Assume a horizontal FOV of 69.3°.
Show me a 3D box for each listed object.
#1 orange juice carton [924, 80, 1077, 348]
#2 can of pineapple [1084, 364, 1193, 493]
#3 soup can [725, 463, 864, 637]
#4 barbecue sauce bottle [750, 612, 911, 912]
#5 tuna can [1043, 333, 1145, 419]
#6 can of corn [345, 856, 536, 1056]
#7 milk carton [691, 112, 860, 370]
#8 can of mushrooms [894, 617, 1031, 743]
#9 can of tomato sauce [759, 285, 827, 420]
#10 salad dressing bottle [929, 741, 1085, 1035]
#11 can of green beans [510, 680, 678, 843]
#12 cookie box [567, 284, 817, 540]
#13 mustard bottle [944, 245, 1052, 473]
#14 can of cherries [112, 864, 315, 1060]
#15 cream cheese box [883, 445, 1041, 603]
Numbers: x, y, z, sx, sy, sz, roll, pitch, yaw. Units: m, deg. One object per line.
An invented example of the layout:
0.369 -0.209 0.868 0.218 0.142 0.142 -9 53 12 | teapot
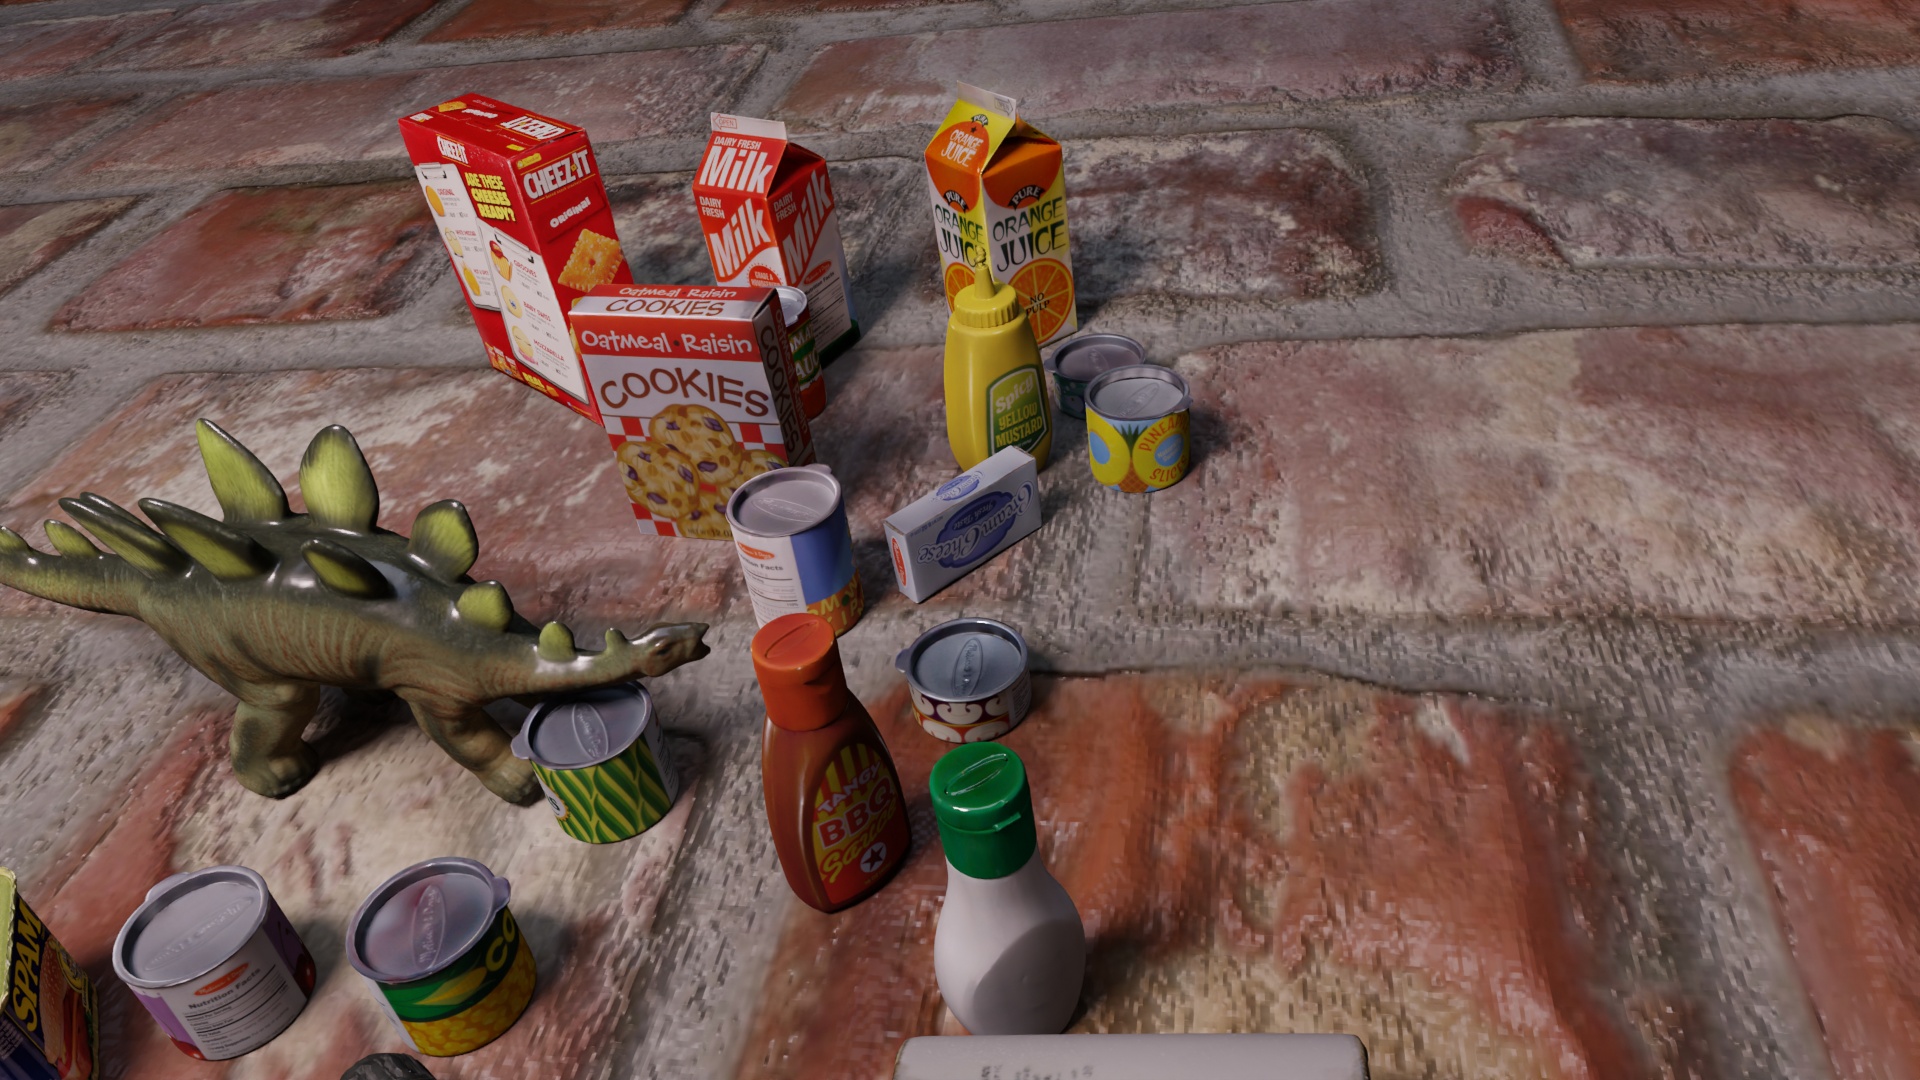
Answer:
0.029 -0.234 1.010 0.073 0.191 0.072 -27 40 -23 | orange juice carton
0.115 -0.071 0.889 0.071 0.057 0.071 -6 37 4 | can of pineapple
-0.093 0.008 0.807 0.071 0.083 0.072 -6 37 4 | soup can
-0.062 0.099 0.627 0.065 0.147 0.044 -35 44 -30 | barbecue sauce bottle
0.094 -0.114 0.971 0.071 0.032 0.071 -6 37 4 | tuna can
-0.228 0.186 0.622 0.071 0.058 0.071 -6 37 4 | can of corn
-0.138 -0.222 1.031 0.072 0.189 0.074 16 43 29 | milk carton
0.002 0.074 0.742 0.071 0.033 0.071 -6 37 4 | can of mushrooms
-0.133 -0.131 0.998 0.071 0.082 0.071 -6 37 4 | can of tomato sauce
0.016 0.144 0.553 0.064 0.146 0.044 -26 40 -22 | salad dressing bottle
-0.183 0.112 0.711 0.071 0.057 0.071 -6 37 4 | can of green beans
-0.159 -0.077 0.863 0.123 0.166 0.040 4 39 17 | cookie box
0.020 -0.110 0.875 0.065 0.159 0.049 -28 41 -23 | mustard bottle
-0.340 0.192 0.637 0.071 0.058 0.072 -6 37 4 | can of cherries
0.003 -0.010 0.837 0.104 0.053 0.024 -32 42 -27 | cream cheese box
